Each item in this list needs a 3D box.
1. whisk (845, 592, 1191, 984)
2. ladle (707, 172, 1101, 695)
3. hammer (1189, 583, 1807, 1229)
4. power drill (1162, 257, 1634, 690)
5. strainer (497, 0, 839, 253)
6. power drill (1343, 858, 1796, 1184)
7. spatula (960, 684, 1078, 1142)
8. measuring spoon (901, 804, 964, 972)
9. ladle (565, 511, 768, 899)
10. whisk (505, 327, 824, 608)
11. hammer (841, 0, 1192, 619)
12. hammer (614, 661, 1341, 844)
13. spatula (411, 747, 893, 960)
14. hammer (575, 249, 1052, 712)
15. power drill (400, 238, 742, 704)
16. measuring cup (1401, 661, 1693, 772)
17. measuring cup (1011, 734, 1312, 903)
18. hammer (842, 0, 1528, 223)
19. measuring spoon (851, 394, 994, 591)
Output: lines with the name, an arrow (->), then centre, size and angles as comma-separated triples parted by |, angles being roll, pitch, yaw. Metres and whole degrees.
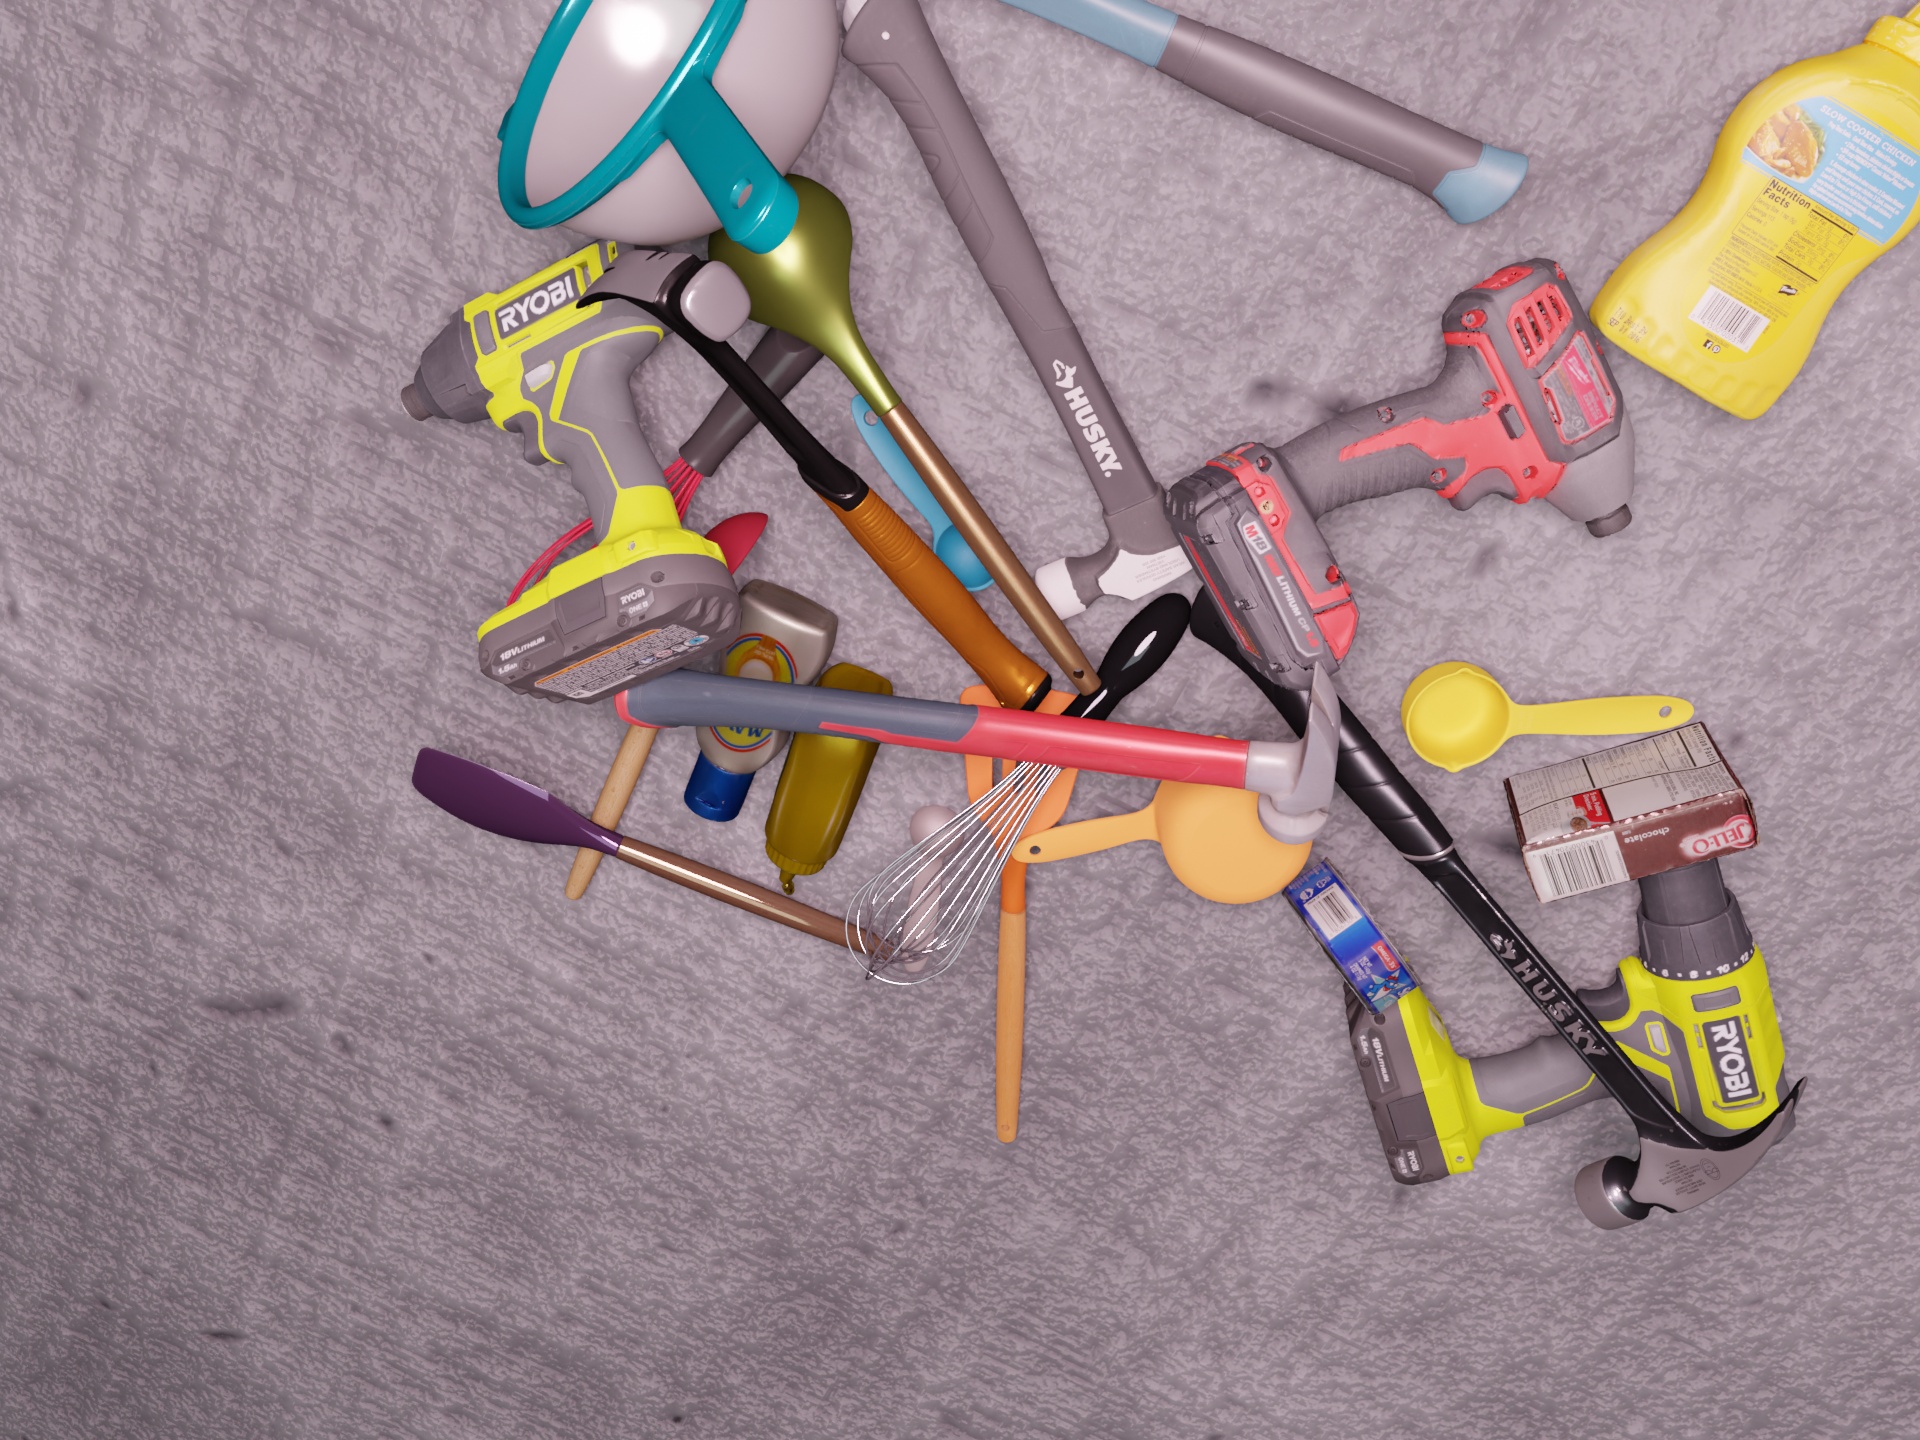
whisk -> 0.035, 0.040, 0.902 | 0.070, 0.070, 0.284 | 39, 98, -7
ladle -> -0.020, -0.145, 0.840 | 0.078, 0.062, 0.320 | -34, 104, 13
hammer -> 0.261, 0.081, 0.838 | 0.409, 0.036, 0.149 | 51, 142, 9
power drill -> 0.226, -0.113, 0.788 | 0.219, 0.079, 0.143 | -32, 105, 2
strainer -> -0.101, -0.267, 0.709 | 0.095, 0.341, 0.211 | 27, 113, -39
power drill -> 0.344, 0.169, 0.914 | 0.228, 0.080, 0.190 | -16, 105, 15
spatula -> 0.034, 0.131, 0.990 | 0.081, 0.041, 0.322 | 6, 119, 10
measuring spoon -> -0.022, 0.110, 0.992 | 0.034, 0.018, 0.124 | 13, 116, 6
ladle -> -0.188, -0.001, 0.962 | 0.031, 0.069, 0.315 | 25, 122, -9
whisk -> -0.160, -0.131, 0.895 | 0.073, 0.073, 0.296 | 41, 108, -8
hammer -> 0.042, -0.211, 0.802 | 0.146, 0.035, 0.334 | -22, 117, 19
hammer -> -0.001, -0.003, 0.825 | 0.386, 0.038, 0.143 | 7, 154, 12
spatula -> -0.190, 0.090, 0.995 | 0.316, 0.018, 0.059 | 22, 133, -8
hammer -> -0.057, -0.110, 0.824 | 0.034, 0.127, 0.336 | -52, 128, -11
power drill -> -0.211, -0.130, 0.848 | 0.171, 0.080, 0.223 | -22, 74, 18
measuring cup -> 0.320, -0.007, 0.873 | 0.156, 0.029, 0.062 | -2, 114, 0
measuring cup -> 0.116, 0.070, 0.909 | 0.173, 0.052, 0.095 | -12, 114, 2
hammer -> 0.109, -0.314, 0.749 | 0.331, 0.033, 0.128 | 22, 155, -5
measuring spoon -> -0.018, -0.130, 0.890 | 0.042, 0.021, 0.128 | -34, 94, 25
